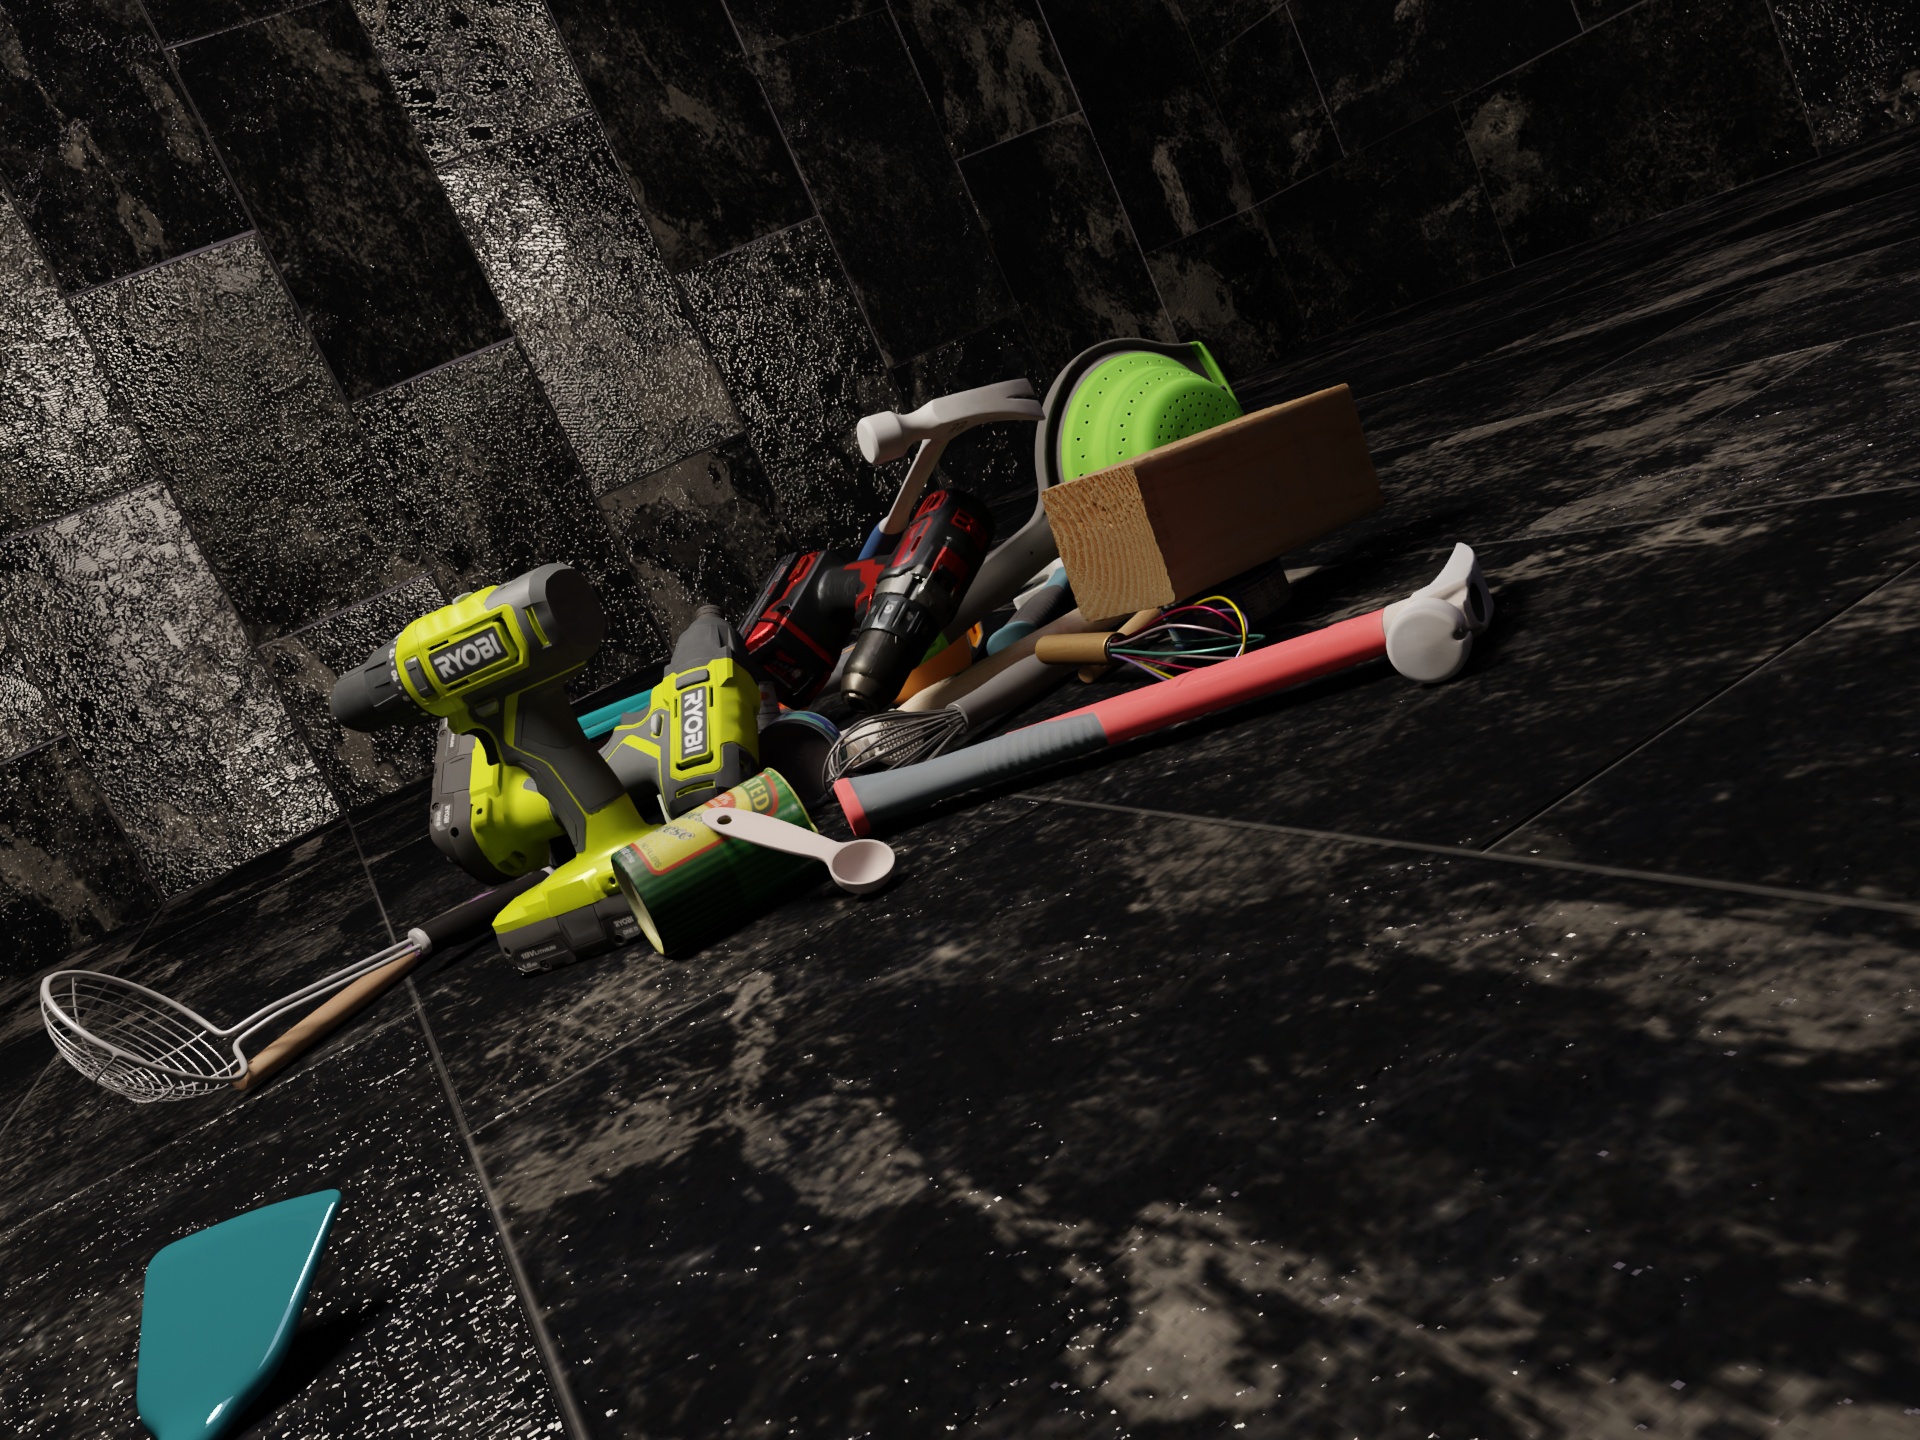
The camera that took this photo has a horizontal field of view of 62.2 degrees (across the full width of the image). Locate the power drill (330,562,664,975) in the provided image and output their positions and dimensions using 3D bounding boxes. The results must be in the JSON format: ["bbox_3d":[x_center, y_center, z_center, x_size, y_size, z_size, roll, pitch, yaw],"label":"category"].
[{"bbox_3d":[-0.275,0.035,0.984,0.190,0.228,0.080,-20,11,23],"label":"power drill"}]

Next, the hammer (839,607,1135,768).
[{"bbox_3d":[0.079,-0.068,1.231,0.410,0.038,0.146,-29,10,-23],"label":"hammer"}]

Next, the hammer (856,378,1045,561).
[{"bbox_3d":[-0.047,-0.167,1.312,0.144,0.035,0.405,-20,-10,-19],"label":"hammer"}]

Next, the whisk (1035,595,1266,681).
[{"bbox_3d":[0.112,-0.049,1.005,0.051,0.047,0.245,-28,13,-21],"label":"whisk"}]

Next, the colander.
[{"bbox_3d":[0.112,-0.169,1.271,0.397,0.204,0.094,-40,19,-22],"label":"colander"}]

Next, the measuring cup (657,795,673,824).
[{"bbox_3d":[-0.147,0.054,1.170,0.083,0.038,0.167,-19,-5,38],"label":"measuring cup"}]

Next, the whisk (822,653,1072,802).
[{"bbox_3d":[-0.002,-0.005,1.074,0.239,0.055,0.055,-29,10,-40],"label":"whisk"}]

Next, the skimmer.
[{"bbox_3d":[-0.416,0.151,1.067,0.127,0.090,0.363,28,35,30],"label":"skimmer"}]

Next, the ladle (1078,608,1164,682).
[{"bbox_3d":[0.188,-0.117,1.171,0.320,0.078,0.062,-40,8,-37],"label":"ladle"}]

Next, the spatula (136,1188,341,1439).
[{"bbox_3d":[-0.268,0.243,0.451,0.082,0.044,0.317,-20,12,7],"label":"spatula"}]

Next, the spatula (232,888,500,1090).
[{"bbox_3d":[-0.415,0.184,1.158,0.060,0.018,0.316,-14,13,21],"label":"spatula"}]

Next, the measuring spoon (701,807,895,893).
[{"bbox_3d":[-0.088,0.069,0.849,0.124,0.018,0.034,15,42,29],"label":"measuring spoon"}]

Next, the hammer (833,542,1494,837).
[{"bbox_3d":[0.097,-0.007,0.876,0.386,0.038,0.143,-19,11,29],"label":"hammer"}]

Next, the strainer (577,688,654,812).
[{"bbox_3d":[-0.345,0.047,1.478,0.211,0.095,0.340,-25,8,-19],"label":"strainer"}]

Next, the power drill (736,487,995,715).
[{"bbox_3d":[-0.082,-0.071,1.195,0.227,0.080,0.188,-15,41,51],"label":"power drill"}]

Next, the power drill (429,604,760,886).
[{"bbox_3d":[-0.244,0.017,1.093,0.223,0.080,0.171,-17,55,14],"label":"power drill"}]

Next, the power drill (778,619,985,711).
[{"bbox_3d":[-0.099,-0.052,1.444,0.226,0.084,0.164,-22,9,-9],"label":"power drill"}]

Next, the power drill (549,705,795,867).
[{"bbox_3d":[-0.238,0.040,1.259,0.219,0.078,0.143,-19,12,-26],"label":"power drill"}]

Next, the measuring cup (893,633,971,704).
[{"bbox_3d":[-0.060,-0.063,1.333,0.095,0.052,0.174,-33,34,-25],"label":"measuring cup"}]

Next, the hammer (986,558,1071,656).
[{"bbox_3d":[0.081,-0.110,1.442,0.128,0.033,0.331,-20,11,20],"label":"hammer"}]
